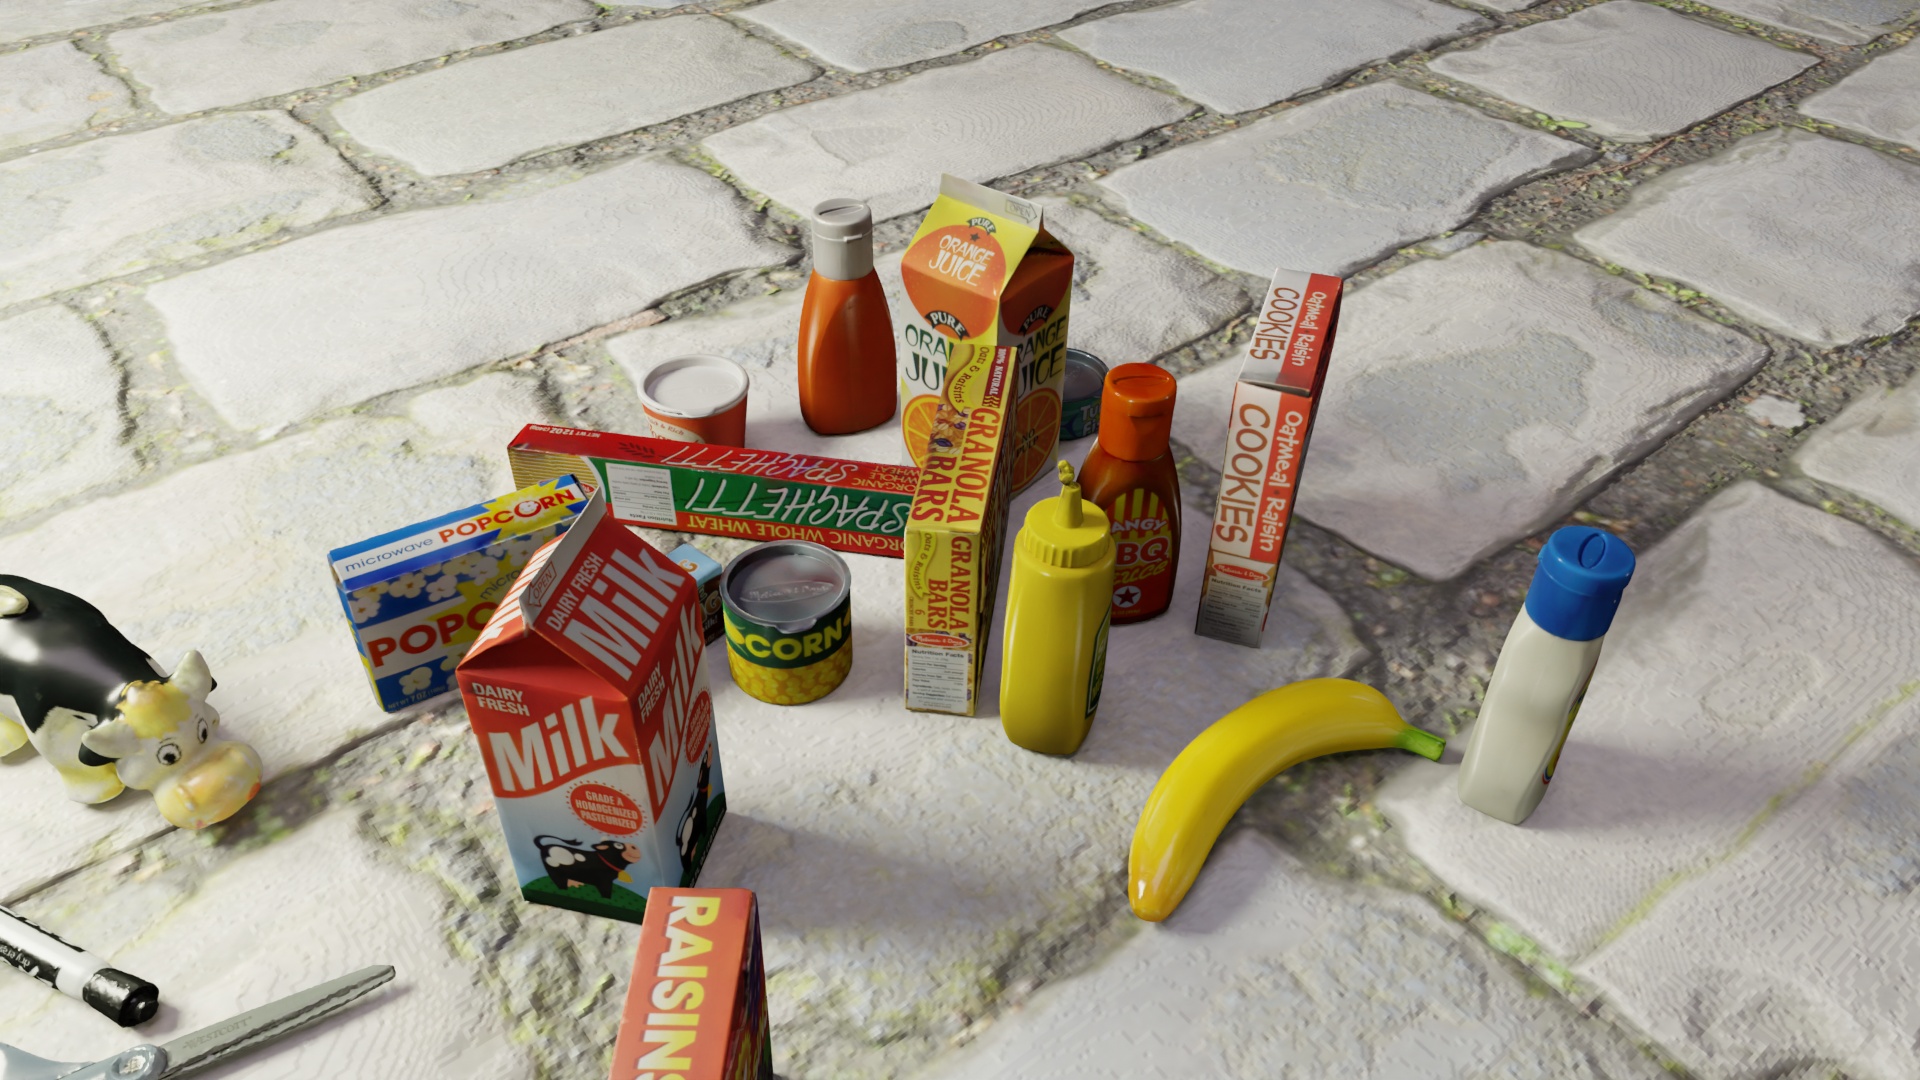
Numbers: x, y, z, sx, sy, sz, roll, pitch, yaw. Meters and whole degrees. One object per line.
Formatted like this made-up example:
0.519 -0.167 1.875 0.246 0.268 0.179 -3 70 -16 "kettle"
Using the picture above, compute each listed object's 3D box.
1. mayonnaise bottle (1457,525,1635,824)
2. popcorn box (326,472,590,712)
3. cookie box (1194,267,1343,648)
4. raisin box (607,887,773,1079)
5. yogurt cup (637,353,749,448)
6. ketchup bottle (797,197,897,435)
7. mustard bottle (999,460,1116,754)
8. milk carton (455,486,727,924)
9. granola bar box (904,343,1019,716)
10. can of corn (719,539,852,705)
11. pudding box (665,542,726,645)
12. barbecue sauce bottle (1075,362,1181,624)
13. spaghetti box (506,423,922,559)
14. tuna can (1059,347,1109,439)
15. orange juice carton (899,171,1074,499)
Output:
0.269 0.061 0.639 0.041 0.147 0.065 23 44 24 "mayonnaise bottle"
-0.246 0.026 0.711 0.127 0.084 0.038 -21 44 -26 "popcorn box"
0.167 -0.045 0.750 0.040 0.166 0.123 13 40 13 "cookie box"
-0.091 0.192 0.484 0.040 0.122 0.086 2 39 0 "raisin box"
-0.164 -0.077 0.866 0.072 0.053 0.073 1 39 -1 "yogurt cup"
-0.072 -0.139 0.871 0.065 0.148 0.044 -17 43 -21 "ketchup bottle"
0.047 0.030 0.659 0.049 0.159 0.066 10 40 11 "mustard bottle"
-0.150 0.072 0.576 0.073 0.189 0.073 9 40 8 "milk carton"
0.003 -0.009 0.734 0.039 0.123 0.166 6 39 5 "granola bar box"
-0.088 0.044 0.717 0.071 0.058 0.071 1 39 -1 "can of corn"
-0.161 0.044 0.721 0.030 0.049 0.084 28 46 29 "pudding box"
0.088 -0.023 0.735 0.065 0.147 0.044 -4 39 -7 "barbecue sauce bottle"
-0.137 -0.028 0.810 0.250 0.049 0.029 7 39 6 "spaghetti box"
0.067 -0.096 0.915 0.071 0.032 0.071 1 39 -1 "tuna can"
0.014 -0.118 0.814 0.072 0.191 0.073 28 46 28 "orange juice carton"
